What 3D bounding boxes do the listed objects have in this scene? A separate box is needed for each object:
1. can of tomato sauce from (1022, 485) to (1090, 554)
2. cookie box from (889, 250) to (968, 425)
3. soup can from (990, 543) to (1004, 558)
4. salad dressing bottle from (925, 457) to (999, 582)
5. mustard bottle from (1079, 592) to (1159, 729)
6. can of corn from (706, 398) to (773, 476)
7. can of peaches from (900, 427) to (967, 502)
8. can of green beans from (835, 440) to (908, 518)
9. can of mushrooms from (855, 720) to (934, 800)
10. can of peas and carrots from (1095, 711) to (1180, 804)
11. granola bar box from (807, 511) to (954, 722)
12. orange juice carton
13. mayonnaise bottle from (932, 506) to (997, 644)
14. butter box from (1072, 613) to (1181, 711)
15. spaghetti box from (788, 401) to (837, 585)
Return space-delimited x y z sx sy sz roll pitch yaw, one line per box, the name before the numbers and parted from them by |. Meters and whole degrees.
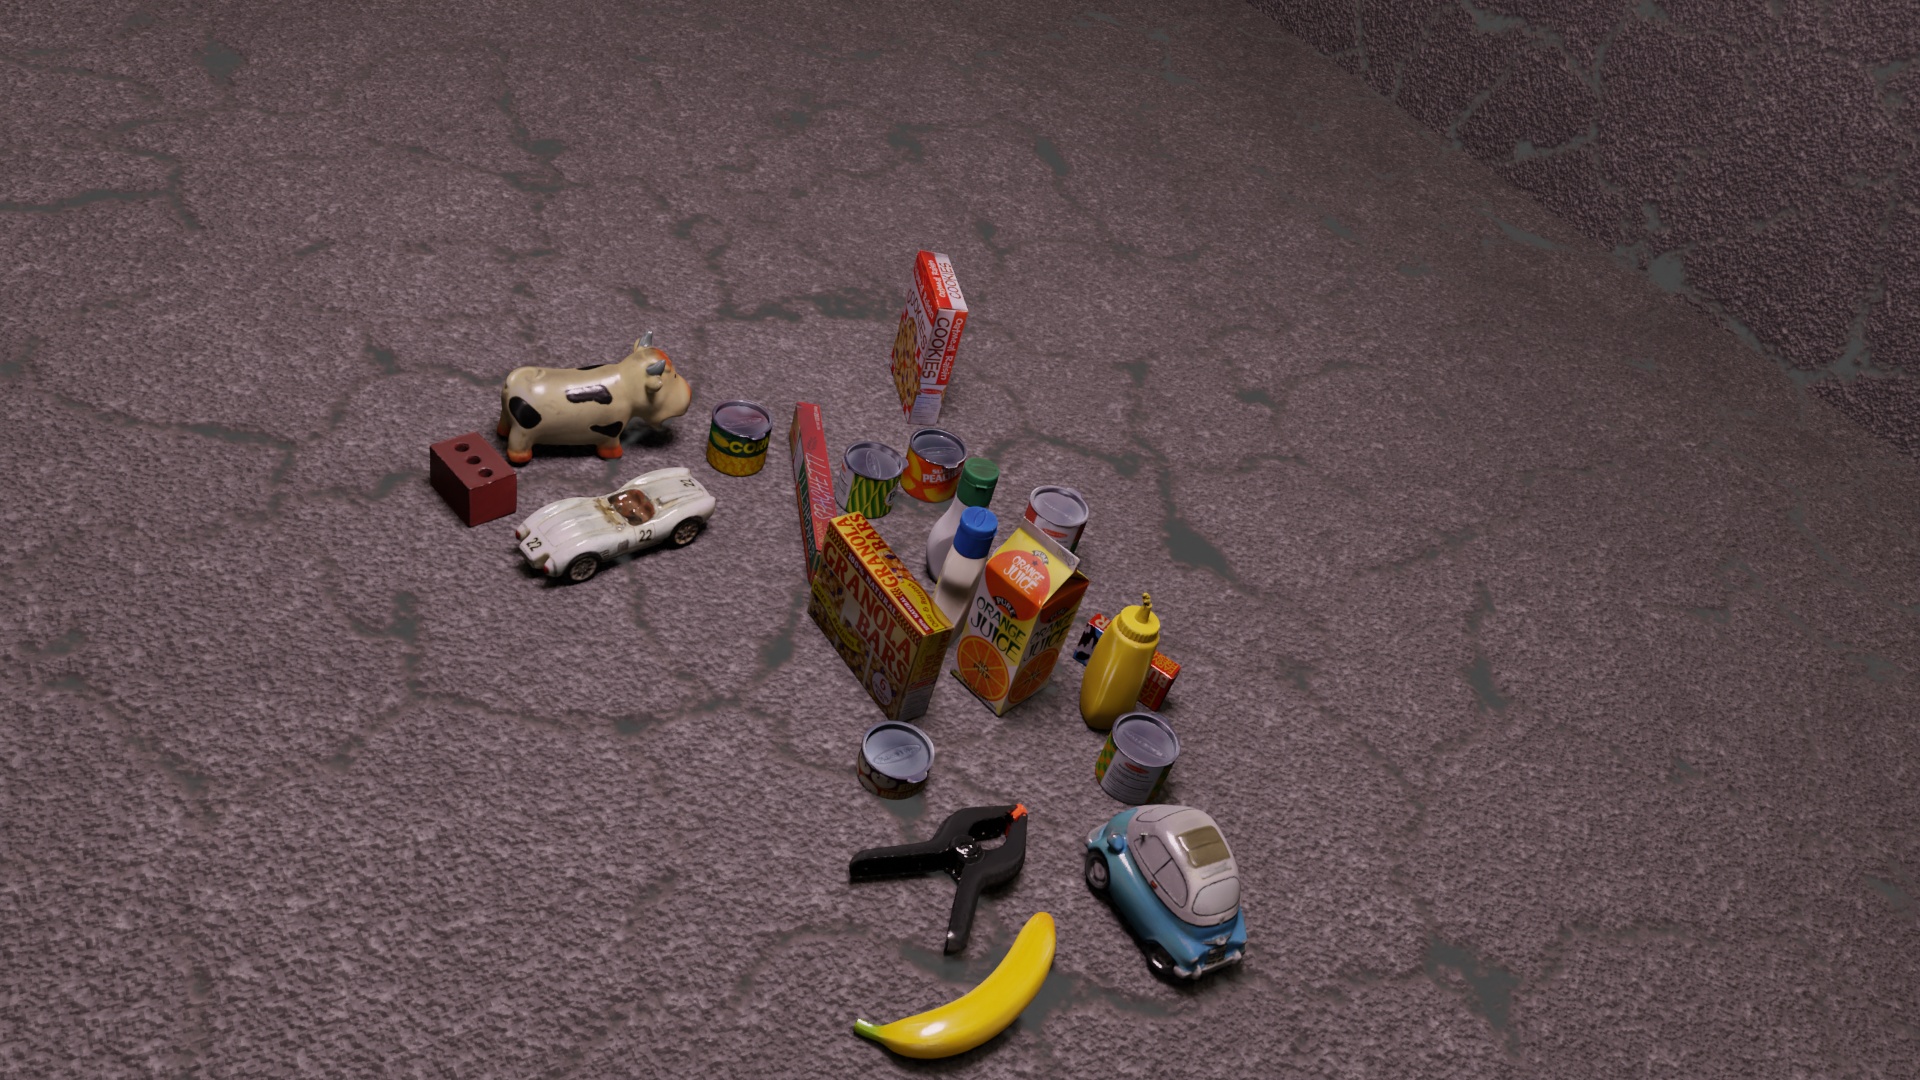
can of tomato sauce | 0.097 -0.009 1.503 0.071 0.082 0.071 11 40 -9
cookie box | -0.041 -0.241 1.657 0.040 0.166 0.123 2 42 -19
soup can | 0.055 0.055 1.413 0.071 0.083 0.072 11 40 -9
salad dressing bottle | 0.005 -0.018 1.429 0.064 0.146 0.044 9 40 -11
mustard bottle | 0.157 0.111 1.325 0.049 0.159 0.065 8 40 -13
can of corn | -0.240 -0.110 1.514 0.071 0.058 0.071 11 40 -9
can of peaches | -0.030 -0.083 1.562 0.071 0.057 0.071 11 40 -9
can of green beans | -0.100 -0.066 1.516 0.071 0.057 0.071 11 40 -9
can of mushrooms | -0.058 0.198 1.241 0.071 0.033 0.071 11 40 -9
can of peas and carrots | 0.166 0.202 1.302 0.071 0.058 0.071 11 40 -9
granola bar box | -0.080 0.073 1.309 0.039 0.123 0.166 -16 50 -34
orange juice carton | 0.059 0.068 1.313 0.073 0.191 0.072 -25 56 -40
mayonnaise bottle | 0.001 0.032 1.368 0.041 0.147 0.065 22 39 4
butter box | 0.168 0.123 1.400 0.103 0.052 0.024 33 41 18
spaghetti box | -0.157 -0.053 1.485 0.029 0.049 0.251 4 41 -17
